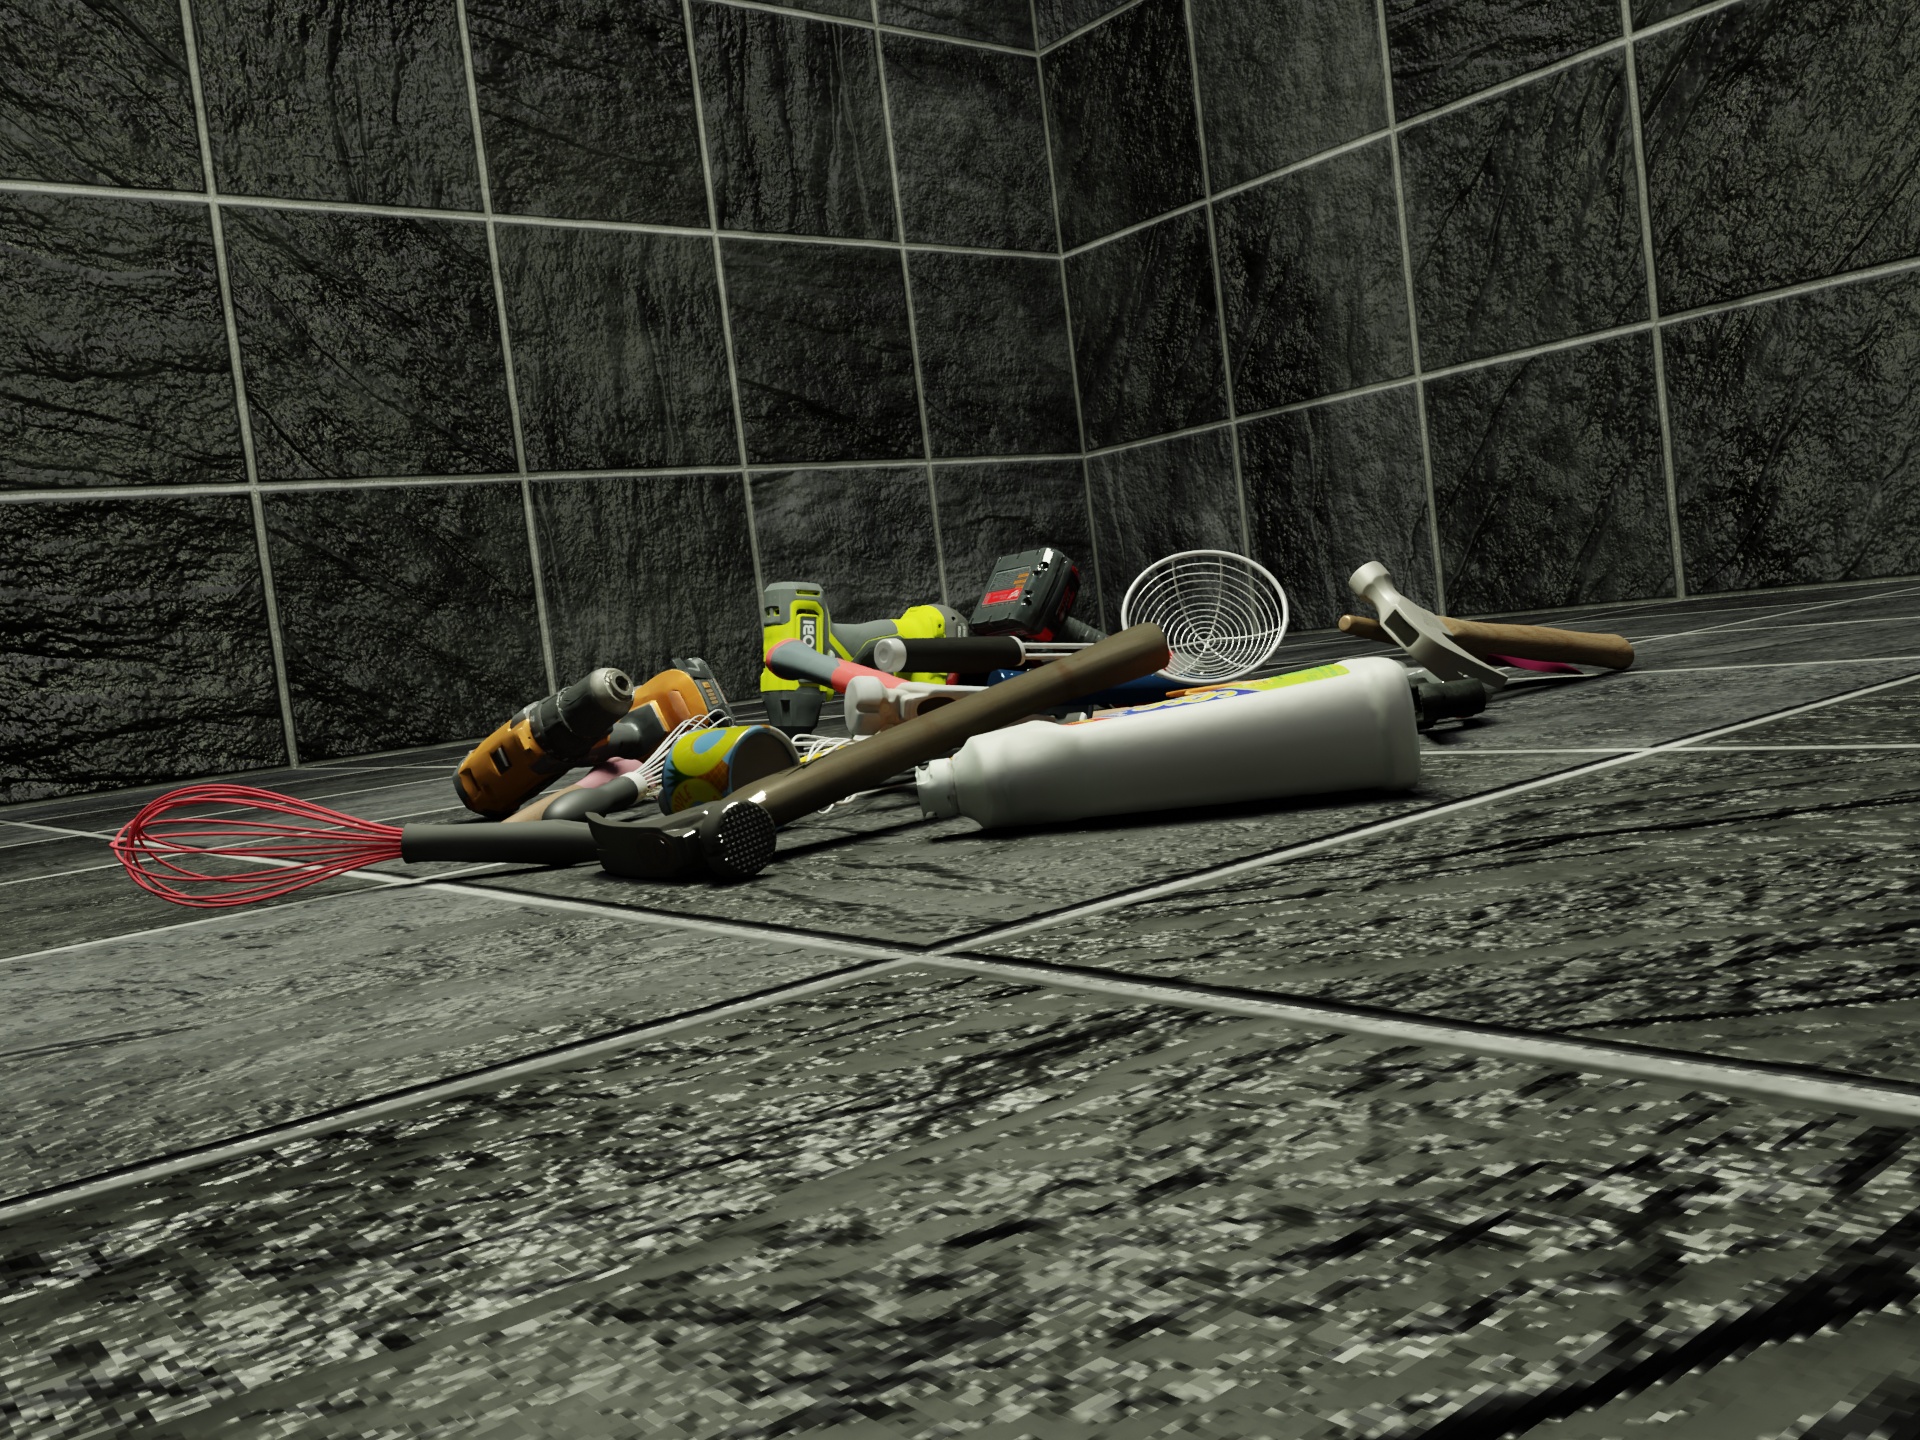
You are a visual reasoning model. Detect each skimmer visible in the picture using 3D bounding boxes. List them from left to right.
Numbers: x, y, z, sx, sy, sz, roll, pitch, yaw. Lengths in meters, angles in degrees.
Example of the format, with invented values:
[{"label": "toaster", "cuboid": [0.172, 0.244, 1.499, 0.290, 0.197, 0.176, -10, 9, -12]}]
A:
[{"label": "skimmer", "cuboid": [0.094, -0.073, 1.148, 0.363, 0.127, 0.090, -4, -44, -43]}]

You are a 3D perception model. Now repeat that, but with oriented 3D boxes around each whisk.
[{"label": "whisk", "cuboid": [-0.338, 0.072, 0.917, 0.296, 0.073, 0.073, 0, 3, -1]}, {"label": "whisk", "cuboid": [-0.230, 0.044, 1.178, 0.070, 0.070, 0.284, -6, 8, 18]}, {"label": "whisk", "cuboid": [-0.068, 0.020, 1.102, 0.059, 0.058, 0.246, 39, 16, 7]}]

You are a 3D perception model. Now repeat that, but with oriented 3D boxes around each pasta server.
[{"label": "pasta server", "cuboid": [-0.285, 0.066, 1.147, 0.060, 0.040, 0.316, -6, 7, 6]}]

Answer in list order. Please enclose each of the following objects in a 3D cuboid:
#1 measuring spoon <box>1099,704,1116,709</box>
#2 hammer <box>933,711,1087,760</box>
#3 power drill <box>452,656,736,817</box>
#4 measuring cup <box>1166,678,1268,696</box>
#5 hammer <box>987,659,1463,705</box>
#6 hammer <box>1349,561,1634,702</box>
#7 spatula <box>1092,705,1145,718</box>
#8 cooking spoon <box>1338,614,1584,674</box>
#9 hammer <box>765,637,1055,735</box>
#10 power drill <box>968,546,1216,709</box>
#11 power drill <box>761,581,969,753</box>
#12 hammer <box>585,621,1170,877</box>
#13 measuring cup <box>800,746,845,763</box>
[{"label": "measuring spoon", "cuboid": [0.166, -0.015, 1.709, 0.034, 0.018, 0.124, -5, 10, -4]}, {"label": "hammer", "cuboid": [0.013, 0.026, 1.112, 0.127, 0.034, 0.337, -5, 4, 10]}, {"label": "power drill", "cuboid": [-0.286, 0.003, 1.329, 0.185, 0.084, 0.226, -33, -9, 30]}, {"label": "measuring cup", "cuboid": [0.178, 0.002, 1.054, 0.095, 0.052, 0.173, -8, 2, -16]}, {"label": "hammer", "cuboid": [0.222, -0.030, 1.305, 0.405, 0.035, 0.144, -2, 2, -18]}, {"label": "hammer", "cuboid": [0.462, -0.064, 1.313, 0.331, 0.130, 0.031, 3, -46, -39]}, {"label": "spatula", "cuboid": [0.014, 0.017, 1.405, 0.316, 0.018, 0.060, -9, 5, -10]}, {"label": "cooking spoon", "cuboid": [0.420, -0.060, 1.328, 0.318, 0.017, 0.069, 7, 3, -39]}, {"label": "hammer", "cuboid": [-0.063, -0.029, 1.203, 0.143, 0.038, 0.386, 2, 6, -20]}, {"label": "power drill", "cuboid": [0.130, -0.071, 1.476, 0.219, 0.078, 0.143, 30, -13, -23]}, {"label": "power drill", "cuboid": [-0.101, -0.049, 1.641, 0.223, 0.171, 0.080, 1, -2, -37]}, {"label": "hammer", "cuboid": [-0.023, 0.008, 0.947, 0.410, 0.038, 0.146, -22, 12, -41]}, {"label": "measuring cup", "cuboid": [-0.136, 0.050, 1.172, 0.156, 0.029, 0.062, -19, 5, -5]}]
